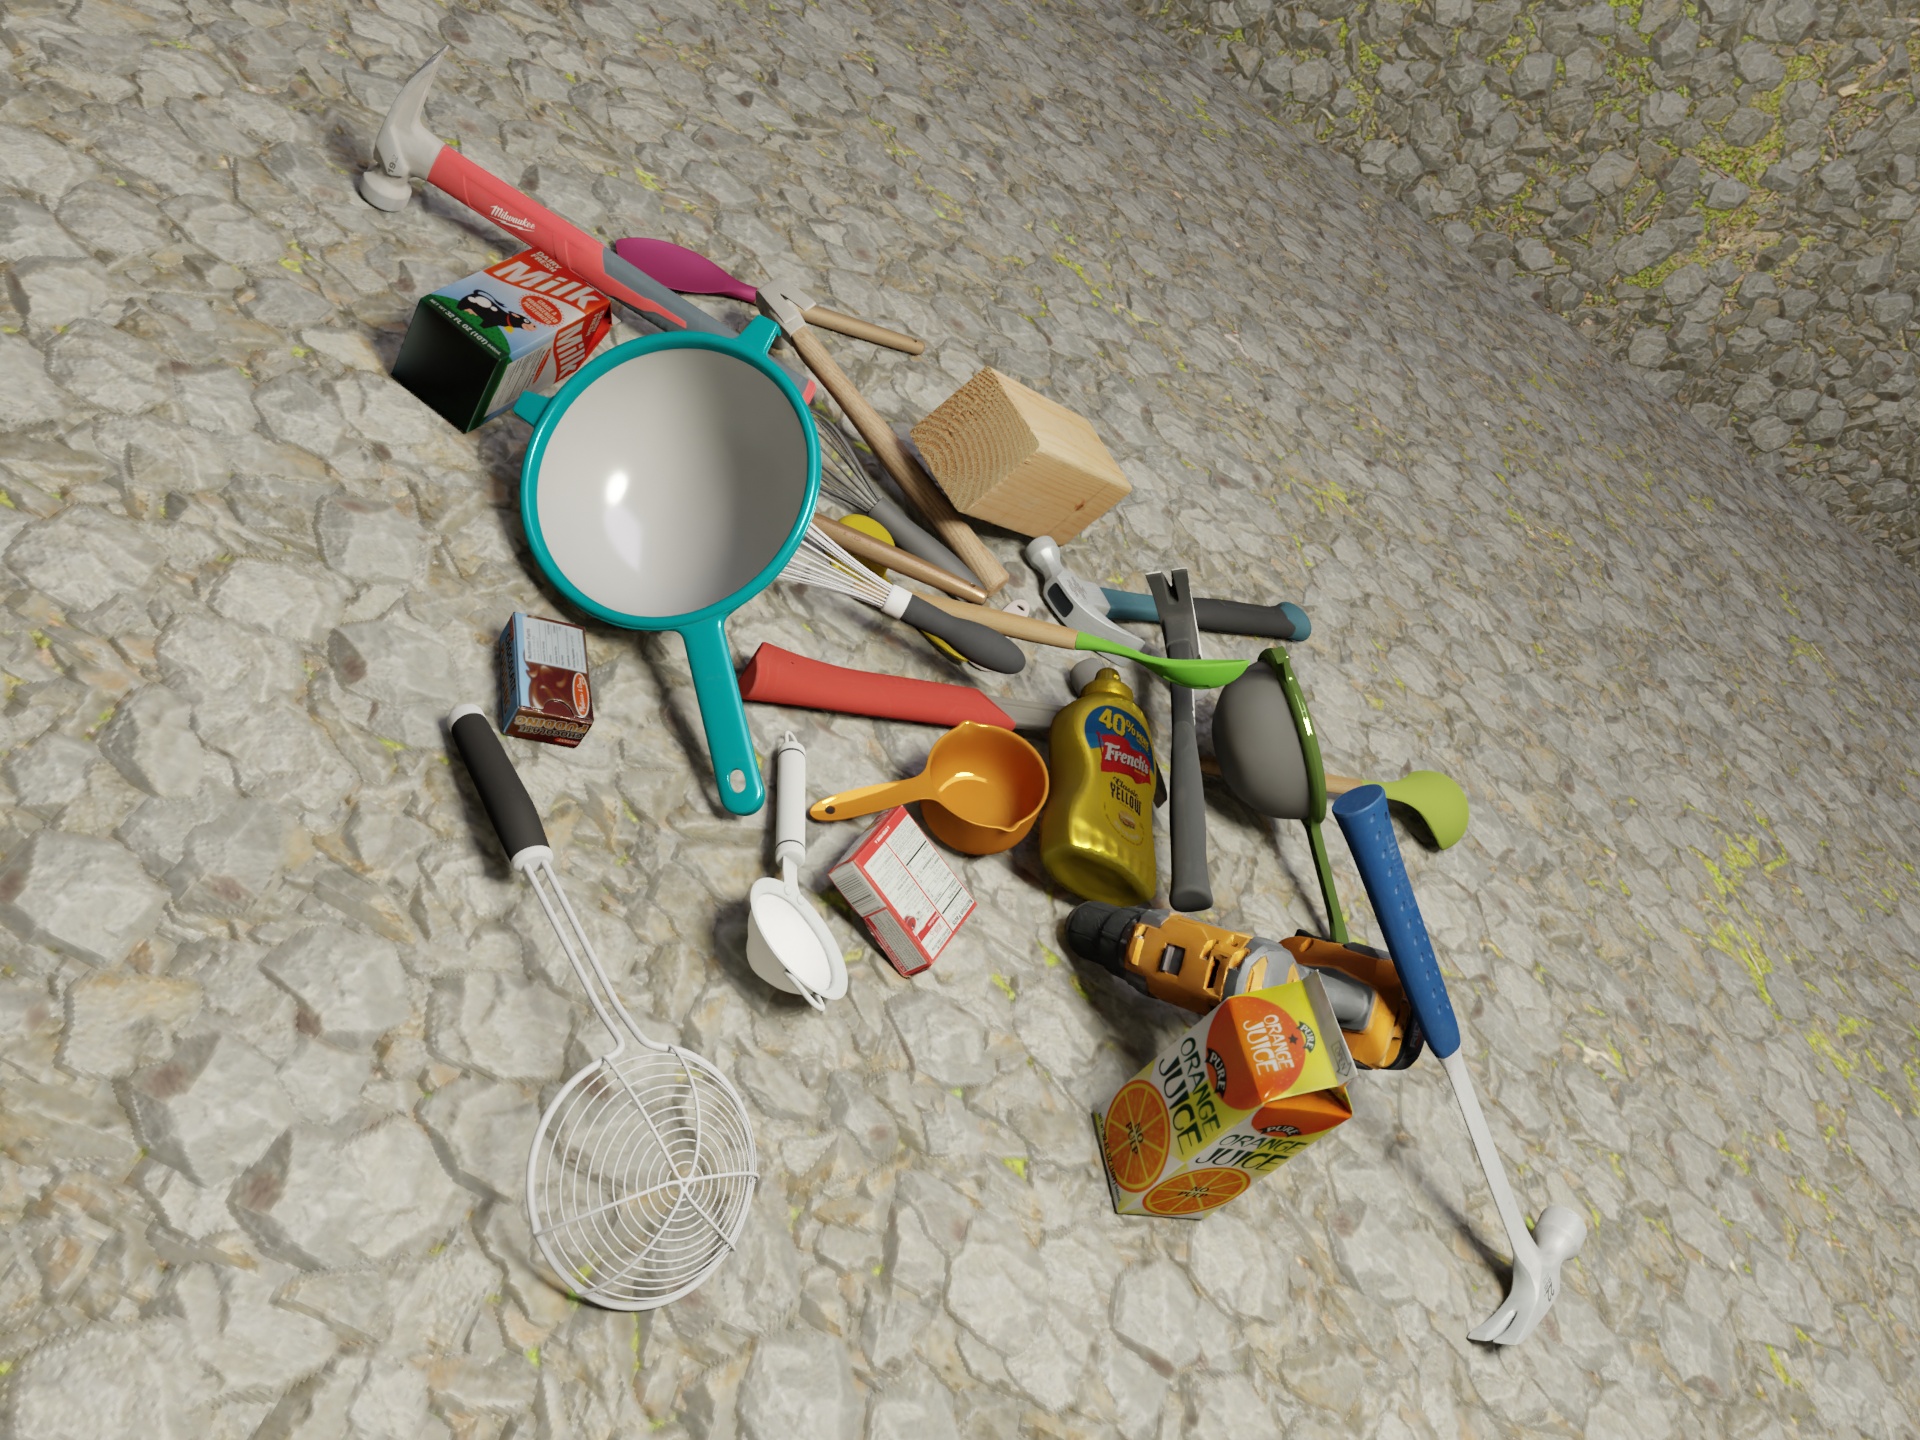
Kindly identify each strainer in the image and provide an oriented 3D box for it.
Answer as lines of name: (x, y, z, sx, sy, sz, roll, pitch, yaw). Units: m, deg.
strainer: (0.255, 0.071, 1.294, 0.069, 0.151, 0.256, -13, 84, 0)
strainer: (-0.108, 0.093, 1.007, 0.086, 0.050, 0.259, 44, 24, -33)
strainer: (-0.173, -0.094, 1.089, 0.095, 0.211, 0.340, 48, 26, -76)

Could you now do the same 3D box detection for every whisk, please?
whisk: (-0.077, -0.103, 1.196, 0.284, 0.070, 0.070, 27, 38, -9)
whisk: (-0.068, -0.178, 1.318, 0.239, 0.055, 0.055, 42, 37, -3)

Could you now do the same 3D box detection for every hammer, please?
hammer: (0.333, 0.234, 1.079, 0.144, 0.035, 0.405, -37, 109, -43)
hammer: (-0.069, -0.242, 1.356, 0.331, 0.031, 0.130, 52, -7, 6)
hammer: (-0.278, -0.372, 1.277, 0.386, 0.143, 0.038, 30, 42, -19)
hammer: (0.210, -0.103, 1.486, 0.330, 0.033, 0.128, 2, 50, -39)
hammer: (-0.002, -0.004, 1.201, 0.358, 0.036, 0.149, 8, 47, -36)
hammer: (0.176, 0.018, 1.254, 0.035, 0.146, 0.335, -8, 39, 13)

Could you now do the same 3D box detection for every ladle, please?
ladle: (0.325, 0.063, 1.416, 0.320, 0.062, 0.078, 9, 49, -25)

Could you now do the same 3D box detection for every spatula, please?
spatula: (-0.122, -0.166, 1.236, 0.317, 0.044, 0.082, 24, 34, -3)

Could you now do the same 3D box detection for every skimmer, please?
skimmer: (-0.221, 0.140, 0.871, 0.127, 0.090, 0.364, -4, 44, -39)

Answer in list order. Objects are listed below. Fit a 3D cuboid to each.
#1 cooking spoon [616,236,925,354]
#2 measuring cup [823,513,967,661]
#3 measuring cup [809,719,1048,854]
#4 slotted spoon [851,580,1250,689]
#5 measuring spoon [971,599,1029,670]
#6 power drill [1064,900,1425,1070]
cooking spoon: (-0.168, -0.385, 1.470, 0.318, 0.017, 0.069, 9, 47, -33)
measuring cup: (-0.044, -0.108, 1.275, 0.156, 0.029, 0.062, 43, 37, 10)
measuring cup: (-0.025, 0.060, 1.114, 0.173, 0.052, 0.095, -11, 57, -19)
slotted spoon: (0.065, -0.067, 1.228, 0.314, 0.031, 0.070, 14, 7, 10)
measuring spoon: (0.036, -0.078, 1.324, 0.034, 0.018, 0.124, 39, 36, 0)
power drill: (0.197, 0.177, 1.109, 0.226, 0.185, 0.084, 18, 85, -39)
